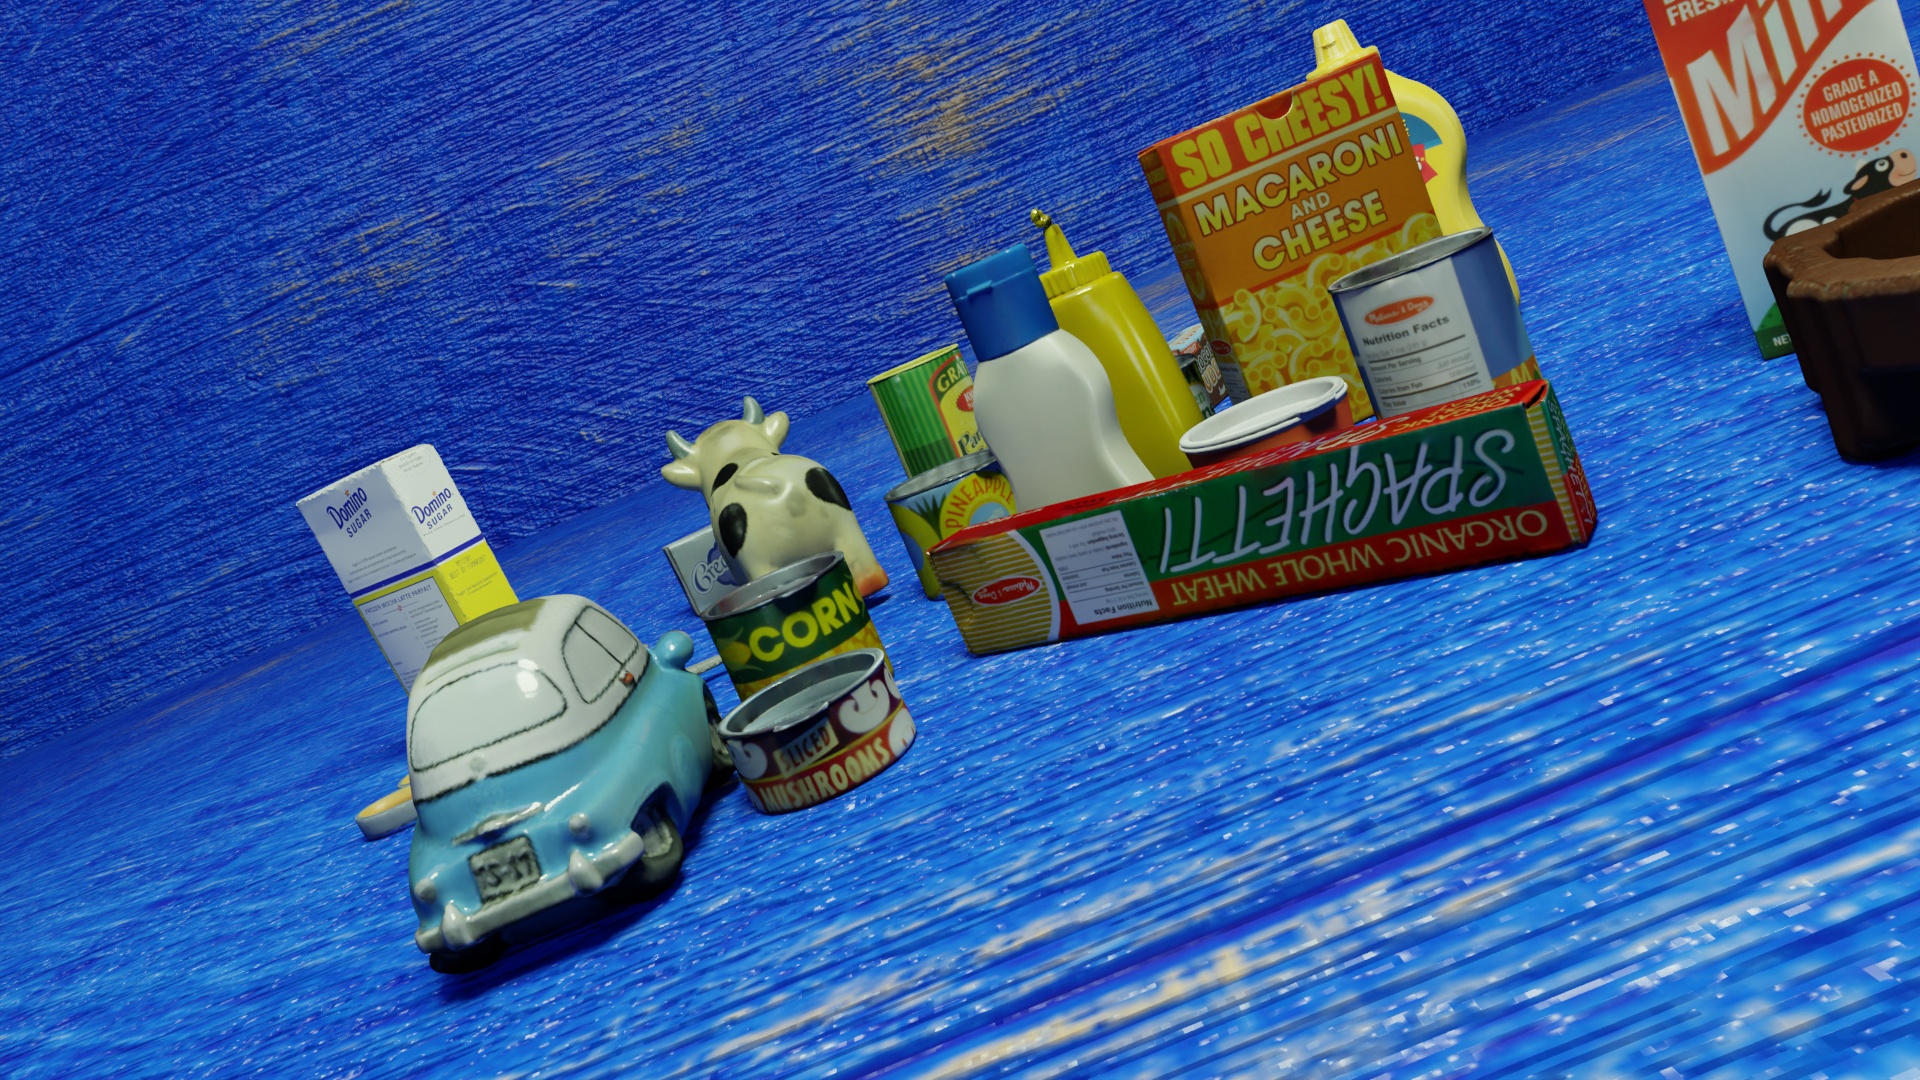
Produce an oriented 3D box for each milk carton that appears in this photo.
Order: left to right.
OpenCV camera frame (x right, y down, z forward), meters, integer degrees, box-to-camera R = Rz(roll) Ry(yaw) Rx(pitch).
[{"bbox_3d":[0.307,-0.173,0.514,0.072,0.190,0.074,-16,12,34],"label":"milk carton"}]

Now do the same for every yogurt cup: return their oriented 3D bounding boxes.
[{"bbox_3d":[0.127,-0.027,0.546,0.072,0.054,0.072,-22,10,4],"label":"yogurt cup"}]

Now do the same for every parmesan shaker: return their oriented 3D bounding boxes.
[{"bbox_3d":[-0.011,-0.072,0.932,0.071,0.103,0.071,-22,10,4],"label":"parmesan shaker"}]

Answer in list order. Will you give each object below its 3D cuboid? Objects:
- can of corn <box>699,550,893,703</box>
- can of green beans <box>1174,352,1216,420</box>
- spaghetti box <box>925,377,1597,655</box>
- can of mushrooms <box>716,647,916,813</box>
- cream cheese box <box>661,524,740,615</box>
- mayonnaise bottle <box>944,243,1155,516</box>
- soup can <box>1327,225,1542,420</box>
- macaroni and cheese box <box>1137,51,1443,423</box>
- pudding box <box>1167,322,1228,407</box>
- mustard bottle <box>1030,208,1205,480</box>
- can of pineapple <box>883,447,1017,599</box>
[{"bbox_3d":[-0.068,0.044,0.591,0.071,0.058,0.071,-22,10,4],"label":"can of corn"},{"bbox_3d":[0.107,-0.064,0.760,0.071,0.057,0.071,-22,10,4],"label":"can of green beans"},{"bbox_3d":[0.093,-0.001,0.498,0.249,0.050,0.029,-14,13,40],"label":"spaghetti box"},{"bbox_3d":[-0.052,0.069,0.502,0.071,0.033,0.071,-22,10,4],"label":"can of mushrooms"},{"bbox_3d":[-0.149,0.007,0.968,0.104,0.053,0.024,-27,11,-19],"label":"cream cheese box"},{"bbox_3d":[0.039,-0.047,0.571,0.064,0.148,0.041,-19,11,24],"label":"mayonnaise bottle"},{"bbox_3d":[0.195,-0.076,0.561,0.071,0.083,0.071,-22,10,4],"label":"soup can"},{"bbox_3d":[0.178,-0.142,0.700,0.124,0.166,0.040,-24,10,-5],"label":"macaroni and cheese box"},{"bbox_3d":[0.156,-0.114,0.928,0.030,0.049,0.084,-16,12,35],"label":"pudding box"},{"bbox_3d":[0.072,-0.089,0.682,0.065,0.160,0.049,-18,11,28],"label":"mustard bottle"},{"bbox_3d":[0.003,-0.009,0.709,0.071,0.057,0.071,-22,10,4],"label":"can of pineapple"}]
